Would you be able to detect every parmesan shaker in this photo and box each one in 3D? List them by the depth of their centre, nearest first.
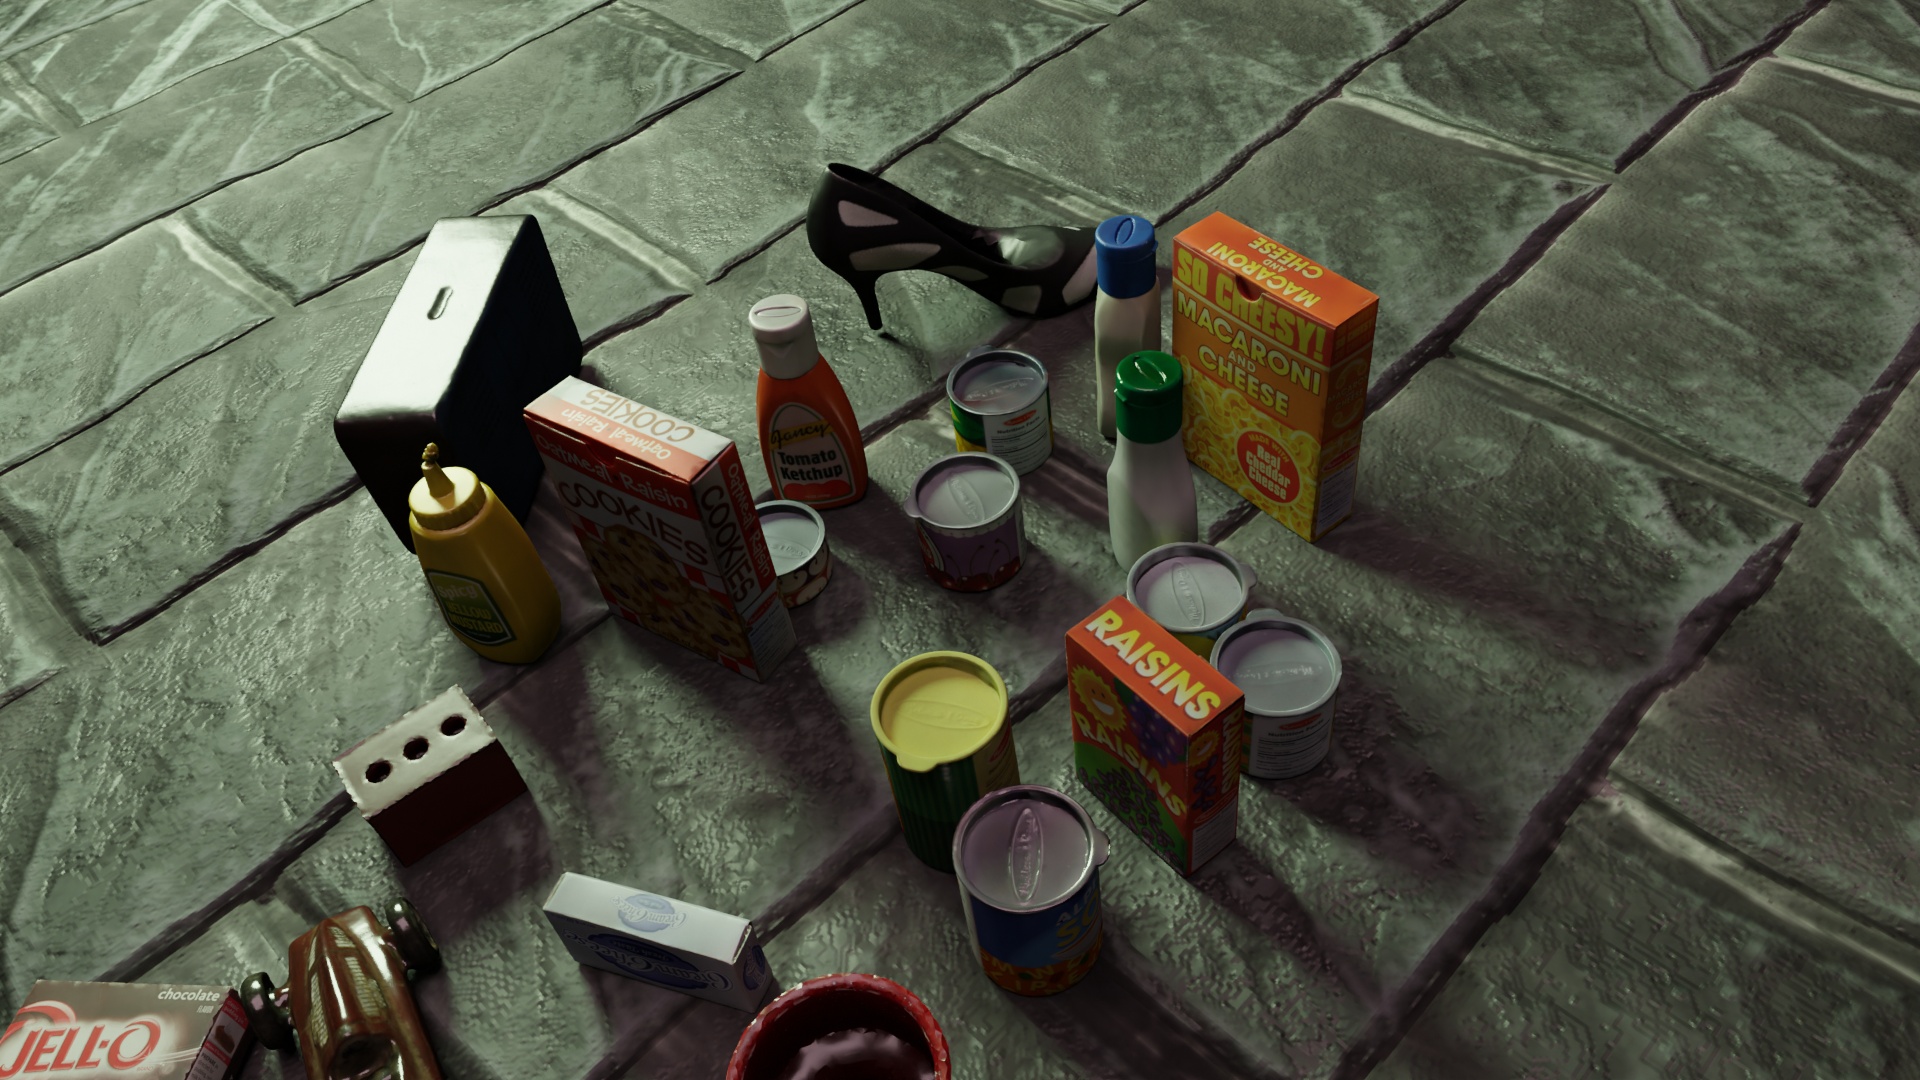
[{"bbox_3d":[-0.006,0.115,0.694,0.071,0.102,0.072,-4,46,5],"label":"parmesan shaker"}]

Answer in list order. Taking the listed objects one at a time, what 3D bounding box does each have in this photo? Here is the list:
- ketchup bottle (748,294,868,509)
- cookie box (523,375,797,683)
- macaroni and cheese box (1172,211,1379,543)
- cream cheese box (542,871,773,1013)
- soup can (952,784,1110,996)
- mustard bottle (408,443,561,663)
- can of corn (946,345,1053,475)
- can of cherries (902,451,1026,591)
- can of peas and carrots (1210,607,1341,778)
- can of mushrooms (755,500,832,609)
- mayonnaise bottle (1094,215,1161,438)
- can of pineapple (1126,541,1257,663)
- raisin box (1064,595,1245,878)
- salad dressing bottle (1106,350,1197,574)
[{"bbox_3d":[-0.099,-0.085,0.869,0.065,0.148,0.044,-4,46,5],"label":"ketchup bottle"},{"bbox_3d":[-0.167,-0.003,0.788,0.123,0.166,0.040,21,53,26],"label":"cookie box"},{"bbox_3d":[0.181,-0.094,0.824,0.040,0.165,0.124,-33,50,-21],"label":"macaroni and cheese box"},{"bbox_3d":[-0.145,0.194,0.673,0.104,0.053,0.024,10,49,17],"label":"cream cheese box"},{"bbox_3d":[0.036,0.166,0.652,0.071,0.083,0.072,-4,46,5],"label":"soup can"},{"bbox_3d":[-0.282,0.006,0.801,0.065,0.159,0.049,8,48,16],"label":"mustard bottle"},{"bbox_3d":[0.026,-0.085,0.914,0.071,0.058,0.071,-4,46,5],"label":"can of corn"},{"bbox_3d":[0.003,-0.011,0.845,0.071,0.058,0.072,-4,46,5],"label":"can of cherries"},{"bbox_3d":[0.164,0.081,0.732,0.071,0.058,0.071,-4,46,5],"label":"can of peas and carrots"},{"bbox_3d":[-0.115,0.011,0.859,0.071,0.033,0.071,-4,46,5],"label":"can of mushrooms"},{"bbox_3d":[0.107,-0.136,0.889,0.041,0.147,0.065,8,48,16],"label":"mayonnaise bottle"},{"bbox_3d":[0.128,0.044,0.774,0.071,0.057,0.071,-4,46,5],"label":"can of pineapple"},{"bbox_3d":[0.095,0.097,0.682,0.040,0.122,0.086,-32,50,-21],"label":"raisin box"},{"bbox_3d":[0.109,-0.041,0.796,0.044,0.146,0.064,-24,48,-14],"label":"salad dressing bottle"}]
